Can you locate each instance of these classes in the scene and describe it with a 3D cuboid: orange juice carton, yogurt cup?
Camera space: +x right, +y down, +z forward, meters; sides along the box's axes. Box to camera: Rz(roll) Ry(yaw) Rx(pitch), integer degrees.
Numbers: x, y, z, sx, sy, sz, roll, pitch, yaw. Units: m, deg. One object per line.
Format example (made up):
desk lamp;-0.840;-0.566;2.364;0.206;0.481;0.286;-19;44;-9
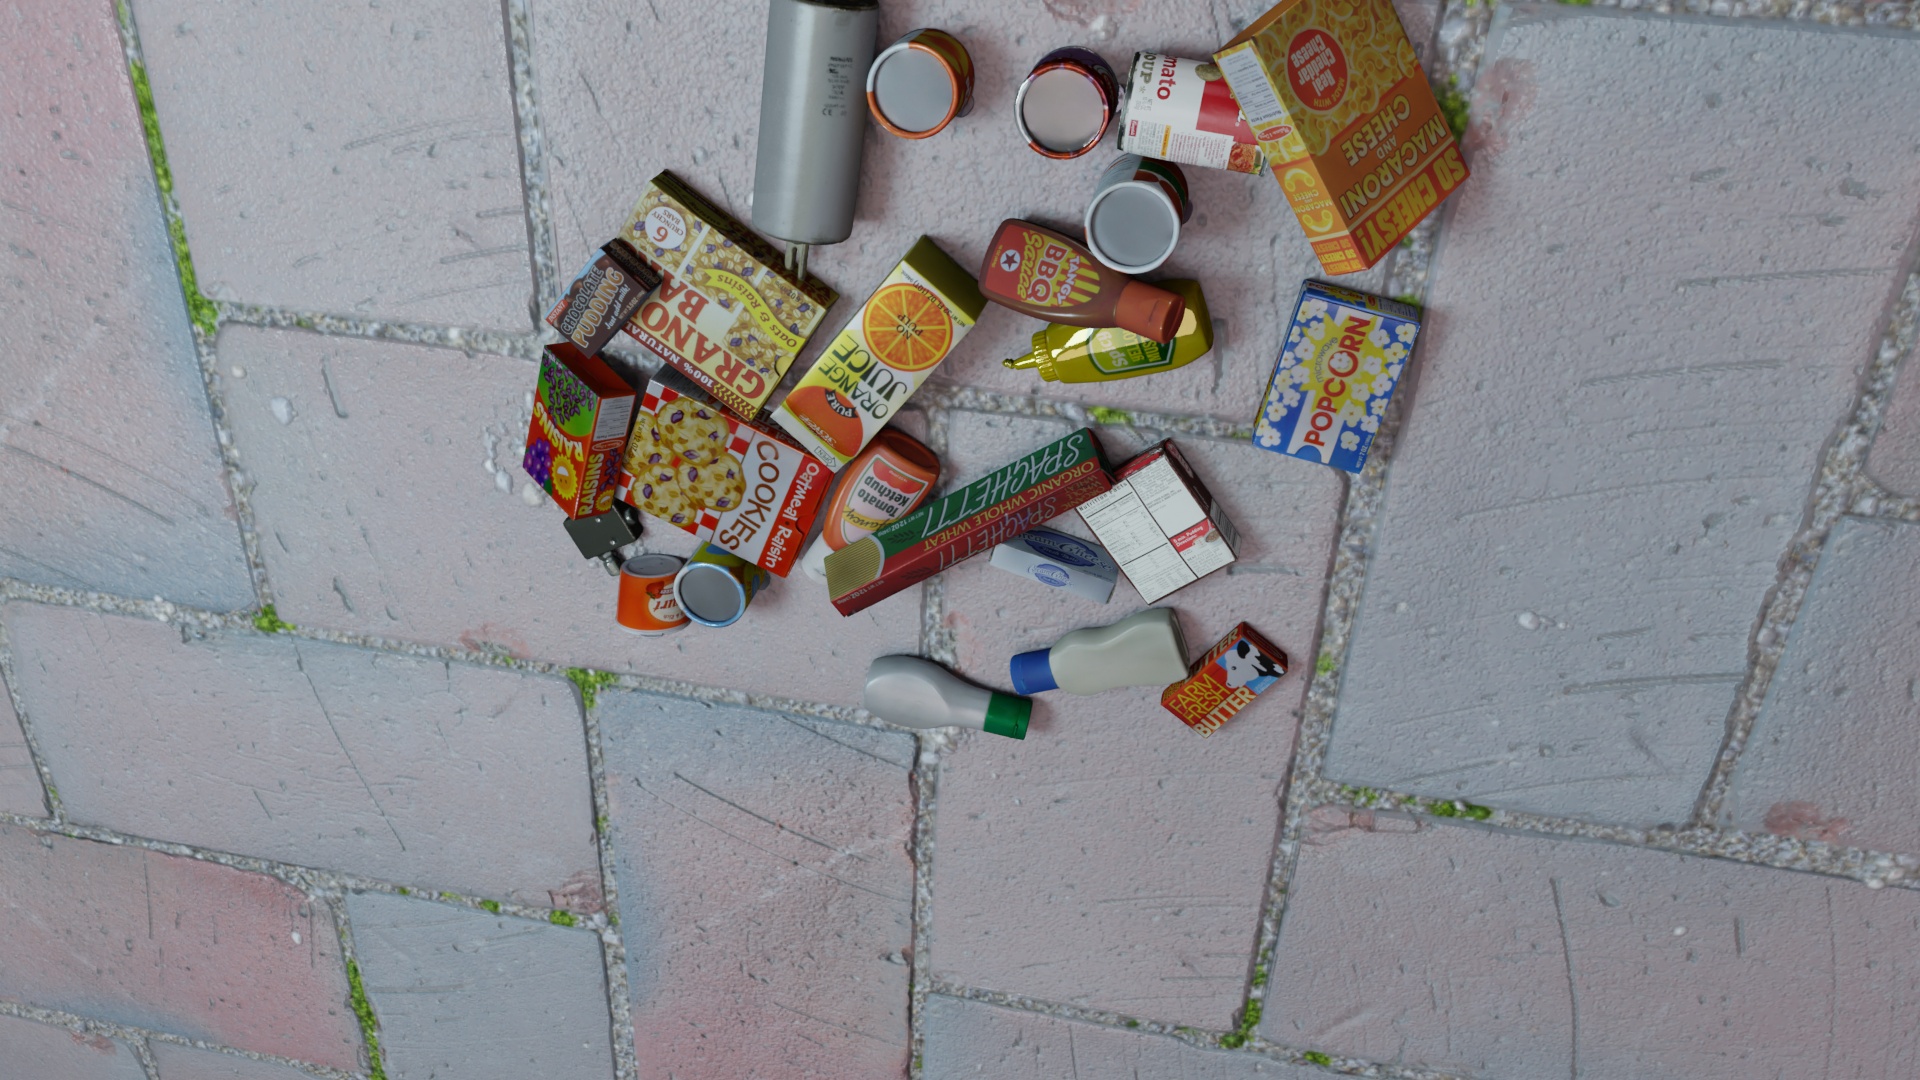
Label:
orange juice carton;-0.067;-0.136;1.072;0.072;0.073;0.192;40;118;-9
yogurt cup;-0.271;0.046;1.226;0.072;0.073;0.053;6;112;9

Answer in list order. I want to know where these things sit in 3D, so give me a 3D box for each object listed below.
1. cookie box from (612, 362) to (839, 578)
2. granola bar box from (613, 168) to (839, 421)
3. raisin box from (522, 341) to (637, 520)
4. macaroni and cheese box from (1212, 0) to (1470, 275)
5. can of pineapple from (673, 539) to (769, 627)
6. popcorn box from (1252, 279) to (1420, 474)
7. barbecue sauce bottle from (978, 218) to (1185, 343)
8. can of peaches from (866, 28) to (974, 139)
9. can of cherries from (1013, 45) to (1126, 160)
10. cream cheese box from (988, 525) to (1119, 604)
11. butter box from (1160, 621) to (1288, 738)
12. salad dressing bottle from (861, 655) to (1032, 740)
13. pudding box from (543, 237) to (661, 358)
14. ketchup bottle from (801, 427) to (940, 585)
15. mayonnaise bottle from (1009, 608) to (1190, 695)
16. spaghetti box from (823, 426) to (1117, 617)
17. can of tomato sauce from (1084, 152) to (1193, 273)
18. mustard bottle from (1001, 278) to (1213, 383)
cookie box;-0.196;-0.056;1.165;0.167;0.040;0.122;26;121;-3
granola bar box;-0.198;-0.190;1.092;0.165;0.039;0.123;35;120;-8
raisin box;-0.318;-0.091;1.153;0.086;0.040;0.122;39;125;28
macaroni and cheese box;0.251;-0.276;0.902;0.166;0.124;0.040;57;156;-19
can of pineapple;-0.207;0.034;1.207;0.071;0.058;0.070;5;119;9
popcorn box;0.275;-0.121;1.026;0.085;0.038;0.126;15;120;3
barbecue sauce bottle;0.088;-0.182;0.997;0.149;0.044;0.064;25;98;25
can of peaches;-0.026;-0.318;0.972;0.071;0.058;0.071;5;119;10
can of cherries;0.076;-0.302;0.958;0.071;0.059;0.071;6;120;10
cream cheese box;0.078;0.015;1.136;0.104;0.053;0.024;19;119;2
butter box;0.223;0.120;1.178;0.053;0.024;0.103;38;120;-10
salad dressing bottle;-0.011;0.143;1.233;0.148;0.044;0.064;14;119;4
pudding box;-0.276;-0.187;1.071;0.049;0.030;0.083;44;119;-12
ketchup bottle;-0.080;-0.024;1.155;0.064;0.044;0.148;30;122;-16
mayonnaise bottle;0.116;0.101;1.183;0.148;0.041;0.064;-13;113;20
spaghetti box;0.004;-0.014;1.113;0.250;0.050;0.028;-26;138;13
can of tomato sauce;0.125;-0.229;0.973;0.071;0.083;0.070;6;119;10
mustard bottle;0.106;-0.148;1.042;0.160;0.049;0.065;-14;111;19
